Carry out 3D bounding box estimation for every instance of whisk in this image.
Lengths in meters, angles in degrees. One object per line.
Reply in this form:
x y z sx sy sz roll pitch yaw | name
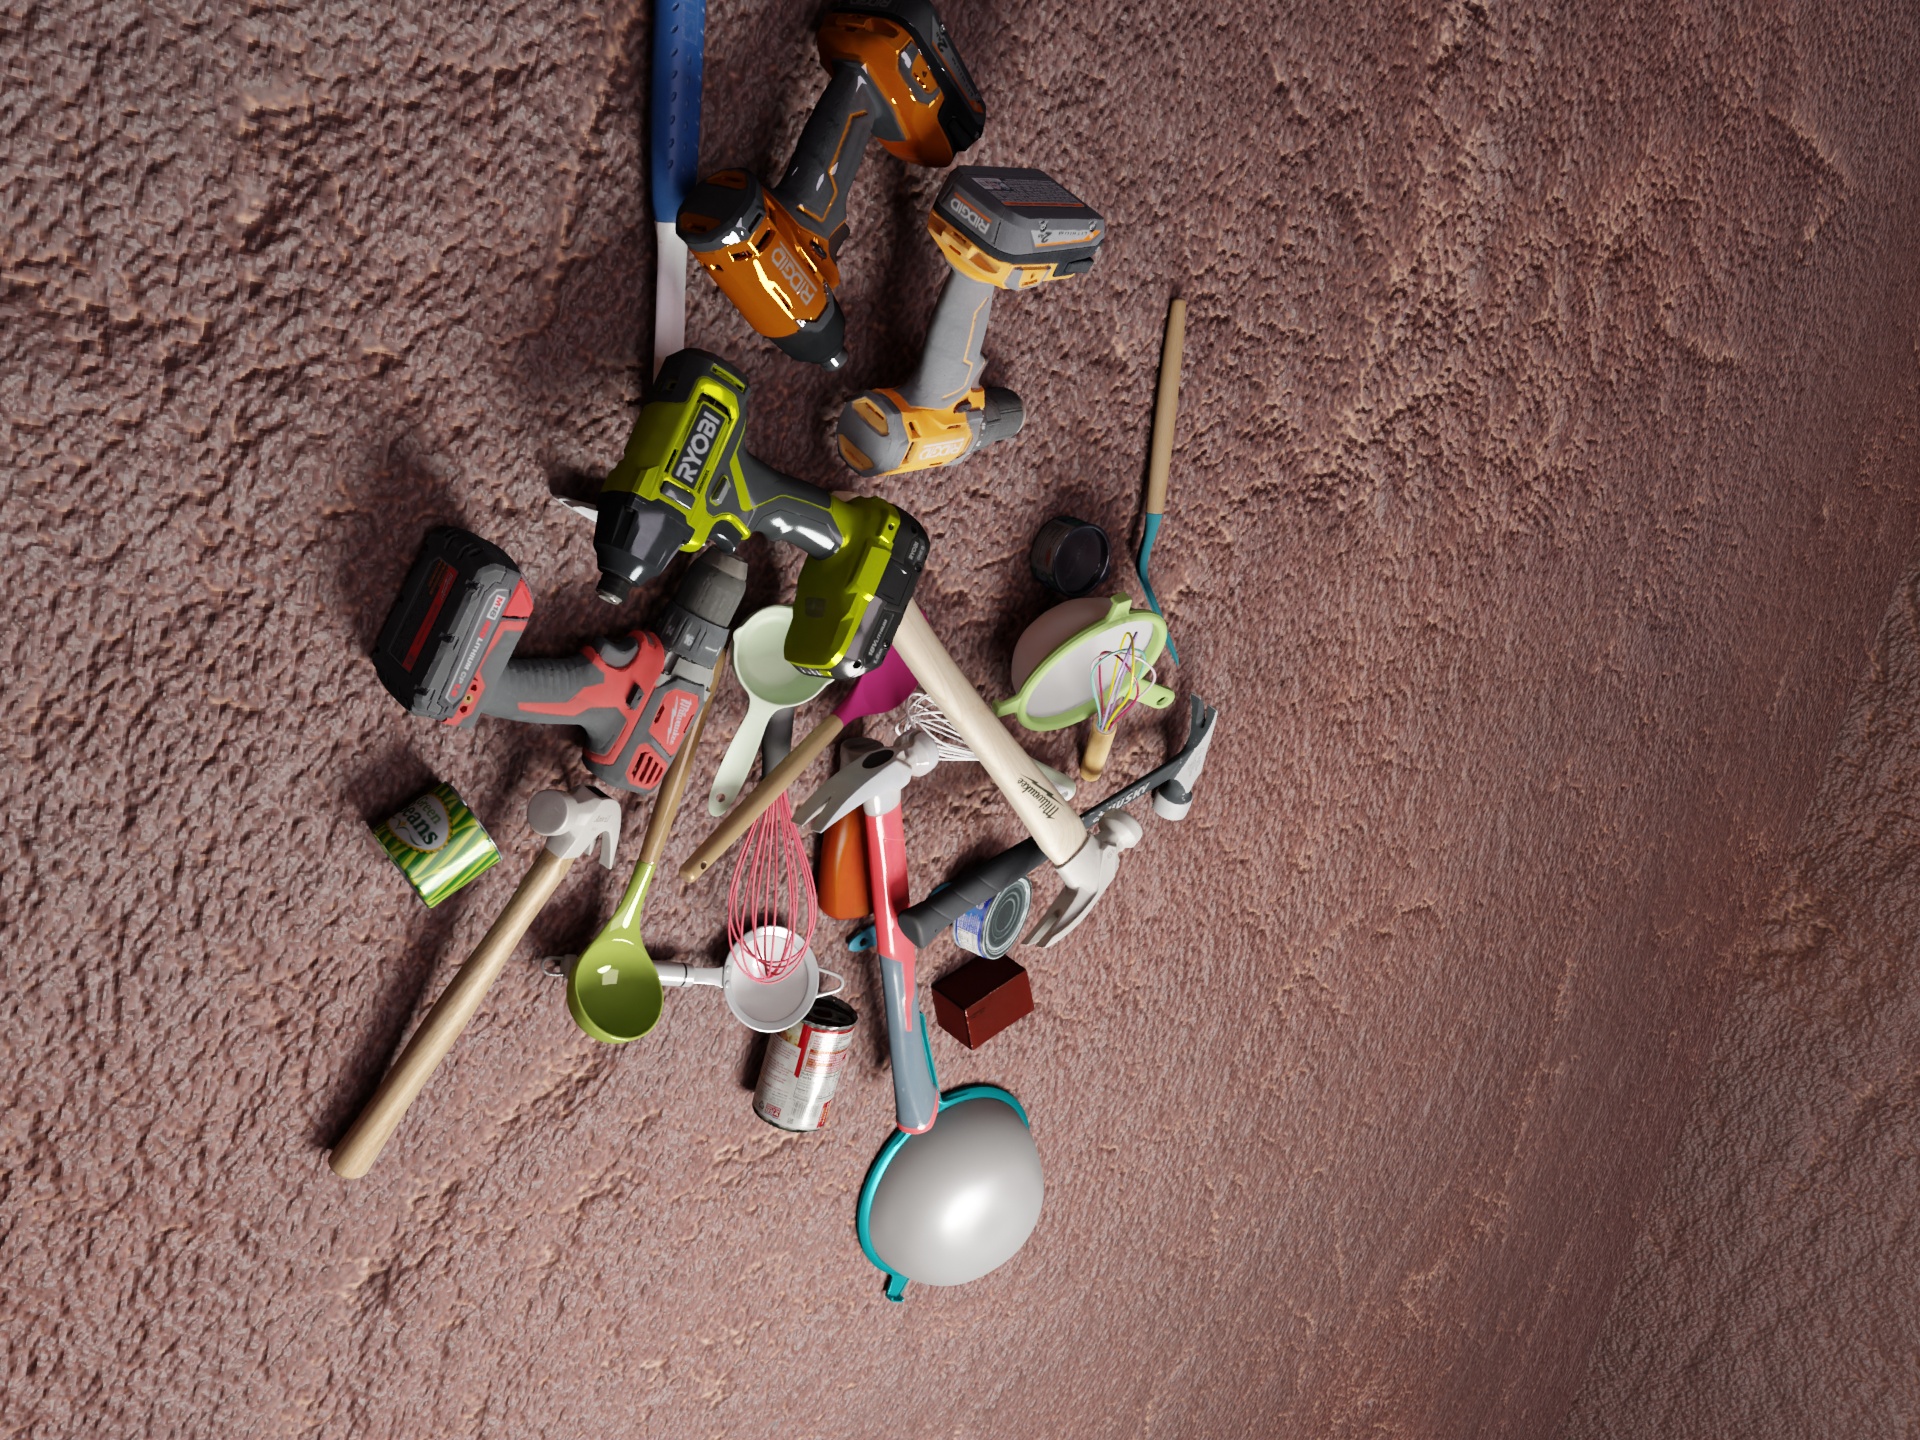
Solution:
0.128 -0.003 1.385 0.051 0.047 0.244 -27 158 -16 | whisk
0.029 0.030 1.388 0.058 0.059 0.246 -31 146 26 | whisk
-0.145 0.067 1.242 0.073 0.073 0.295 -7 105 -38 | whisk

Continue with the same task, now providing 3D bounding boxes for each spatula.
0.185 -0.209 1.405 0.044 0.082 0.317 4 107 -1 | spatula

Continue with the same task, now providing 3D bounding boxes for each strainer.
0.124 -0.056 1.417 0.151 0.069 0.256 -42 155 17 | strainer
0.000 0.417 1.510 0.211 0.095 0.340 -29 128 -27 | strainer
-0.213 0.202 1.268 0.258 0.050 0.087 11 75 -36 | strainer

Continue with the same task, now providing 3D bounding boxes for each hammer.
-0.345 0.185 1.126 0.331 0.031 0.130 -55 169 5 | hammer
-0.063 0.203 1.327 0.143 0.038 0.386 -35 132 -42 | hammer
-0.194 -0.316 1.043 0.144 0.035 0.405 -11 116 -37 | hammer
-0.002 -0.004 1.262 0.146 0.038 0.410 -49 115 -28 | hammer
0.095 0.097 1.405 0.409 0.036 0.149 -27 144 -41 | hammer

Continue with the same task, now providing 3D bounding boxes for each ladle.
-0.218 0.083 1.180 0.078 0.062 0.320 18 90 -42 | ladle

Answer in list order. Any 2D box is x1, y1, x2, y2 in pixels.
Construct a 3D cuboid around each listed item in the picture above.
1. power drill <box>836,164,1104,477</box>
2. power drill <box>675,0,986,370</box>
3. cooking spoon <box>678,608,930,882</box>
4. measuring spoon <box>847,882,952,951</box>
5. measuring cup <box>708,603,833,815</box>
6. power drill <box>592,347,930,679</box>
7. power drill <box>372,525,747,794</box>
0.018 -0.283 1.162 0.185 0.084 0.226 -20 147 -49 | power drill
-0.078 -0.355 1.070 0.226 0.084 0.164 -58 144 -12 | power drill
-0.111 0.016 1.223 0.319 0.017 0.068 -48 135 -37 | cooking spoon
-0.043 0.182 1.412 0.128 0.021 0.042 -20 122 -34 | measuring spoon
-0.153 -0.008 1.186 0.083 0.038 0.167 24 90 -18 | measuring cup
-0.139 -0.122 1.083 0.223 0.080 0.171 31 76 -39 | power drill
-0.257 -0.058 1.082 0.226 0.080 0.188 22 98 -47 | power drill
